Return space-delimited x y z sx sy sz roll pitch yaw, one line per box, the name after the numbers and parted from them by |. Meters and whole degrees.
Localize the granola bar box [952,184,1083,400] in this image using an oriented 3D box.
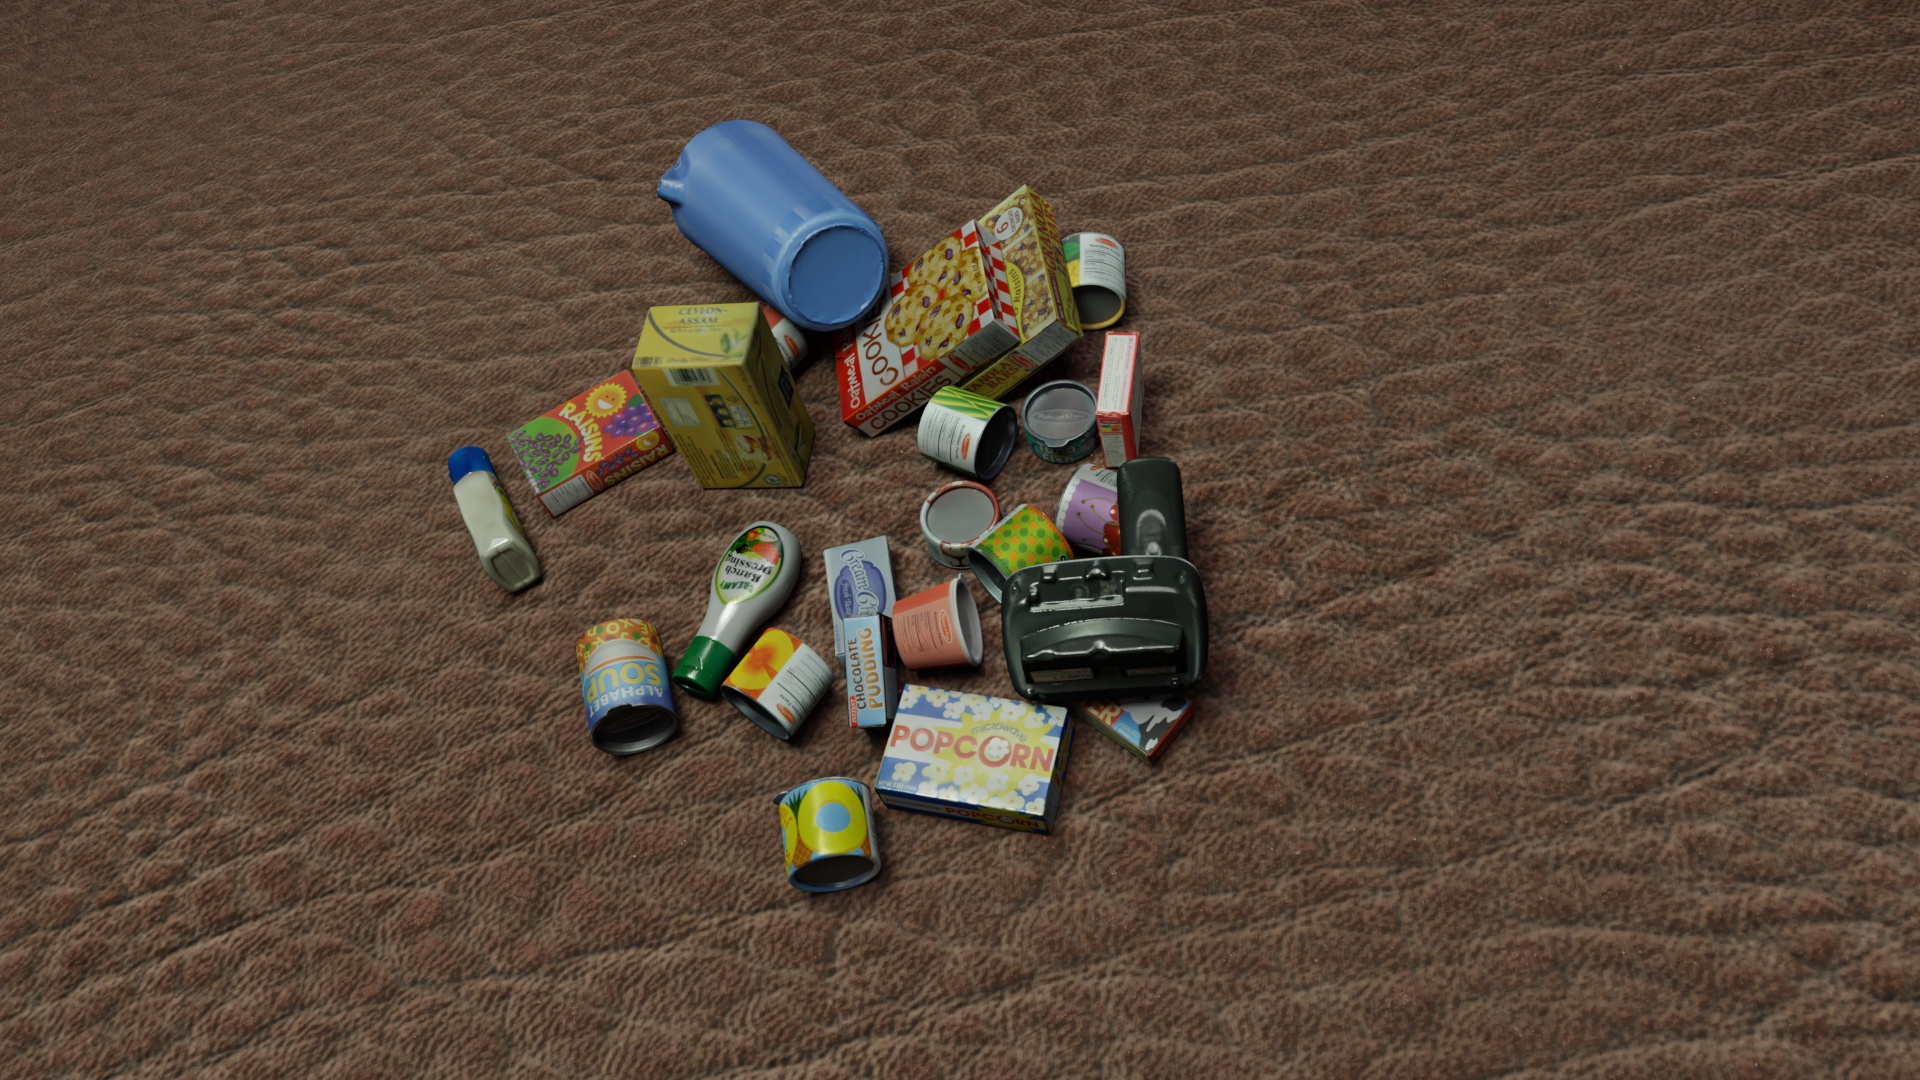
0.036 -0.210 1.208 0.124 0.039 0.166 -33 48 30 | granola bar box

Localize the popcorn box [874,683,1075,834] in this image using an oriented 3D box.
0.011 0.156 0.998 0.127 0.038 0.085 7 58 16 | popcorn box

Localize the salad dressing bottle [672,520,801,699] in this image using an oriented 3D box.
-0.178 0.055 1.103 0.064 0.043 0.148 15 61 20 | salad dressing bottle

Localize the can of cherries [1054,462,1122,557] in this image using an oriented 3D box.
0.113 -0.018 1.081 0.058 0.071 0.072 21 63 23 | can of cherries

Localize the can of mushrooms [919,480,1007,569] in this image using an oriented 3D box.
0.004 -0.014 1.118 0.071 0.033 0.071 -6 55 9 | can of mushrooms

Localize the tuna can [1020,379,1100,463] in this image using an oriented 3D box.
0.085 -0.097 1.158 0.071 0.032 0.071 -6 55 8 | tuna can

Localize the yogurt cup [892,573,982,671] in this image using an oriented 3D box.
-0.018 0.067 1.051 0.054 0.072 0.073 -14 54 13 | yogurt cup

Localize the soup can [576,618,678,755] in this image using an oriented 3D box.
-0.257 0.110 1.066 0.071 0.071 0.084 -20 54 -2 | soup can

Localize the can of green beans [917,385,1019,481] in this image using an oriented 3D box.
0.006 -0.089 1.149 0.058 0.071 0.071 22 64 25 | can of green beans

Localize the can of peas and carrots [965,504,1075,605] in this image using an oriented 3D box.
0.048 0.016 1.070 0.059 0.070 0.071 -39 57 -15 | can of peas and carrots

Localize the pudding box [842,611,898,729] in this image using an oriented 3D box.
-0.066 0.097 1.031 0.030 0.049 0.084 -5 81 9 | pudding box

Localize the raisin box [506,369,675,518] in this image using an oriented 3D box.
-0.329 -0.086 1.235 0.123 0.040 0.086 -31 55 -8 | raisin box

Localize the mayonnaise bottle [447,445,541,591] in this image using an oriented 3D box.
-0.406 -0.024 1.197 0.041 0.064 0.148 -30 52 -8 | mayonnaise bottle

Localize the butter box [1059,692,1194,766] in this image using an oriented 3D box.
0.114 0.114 1.013 0.104 0.024 0.053 33 69 29 | butter box

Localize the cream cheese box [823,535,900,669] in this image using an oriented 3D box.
-0.076 0.048 1.098 0.053 0.024 0.104 -13 55 3 | cream cheese box

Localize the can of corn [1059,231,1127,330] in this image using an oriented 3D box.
0.112 -0.226 1.221 0.071 0.071 0.058 -3 59 10 | can of corn

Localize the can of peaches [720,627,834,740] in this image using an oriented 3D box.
-0.139 0.107 1.047 0.071 0.071 0.058 26 65 26 | can of peaches

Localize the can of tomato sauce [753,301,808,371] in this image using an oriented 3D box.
-0.188 -0.161 1.240 0.071 0.071 0.083 29 67 27 | can of tomato sauce

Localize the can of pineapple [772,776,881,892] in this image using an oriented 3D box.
-0.093 0.206 0.968 0.071 0.070 0.058 -14 55 2 | can of pineapple

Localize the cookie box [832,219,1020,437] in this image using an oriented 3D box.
-0.035 -0.181 1.193 0.167 0.040 0.123 -30 49 26 | cookie box
